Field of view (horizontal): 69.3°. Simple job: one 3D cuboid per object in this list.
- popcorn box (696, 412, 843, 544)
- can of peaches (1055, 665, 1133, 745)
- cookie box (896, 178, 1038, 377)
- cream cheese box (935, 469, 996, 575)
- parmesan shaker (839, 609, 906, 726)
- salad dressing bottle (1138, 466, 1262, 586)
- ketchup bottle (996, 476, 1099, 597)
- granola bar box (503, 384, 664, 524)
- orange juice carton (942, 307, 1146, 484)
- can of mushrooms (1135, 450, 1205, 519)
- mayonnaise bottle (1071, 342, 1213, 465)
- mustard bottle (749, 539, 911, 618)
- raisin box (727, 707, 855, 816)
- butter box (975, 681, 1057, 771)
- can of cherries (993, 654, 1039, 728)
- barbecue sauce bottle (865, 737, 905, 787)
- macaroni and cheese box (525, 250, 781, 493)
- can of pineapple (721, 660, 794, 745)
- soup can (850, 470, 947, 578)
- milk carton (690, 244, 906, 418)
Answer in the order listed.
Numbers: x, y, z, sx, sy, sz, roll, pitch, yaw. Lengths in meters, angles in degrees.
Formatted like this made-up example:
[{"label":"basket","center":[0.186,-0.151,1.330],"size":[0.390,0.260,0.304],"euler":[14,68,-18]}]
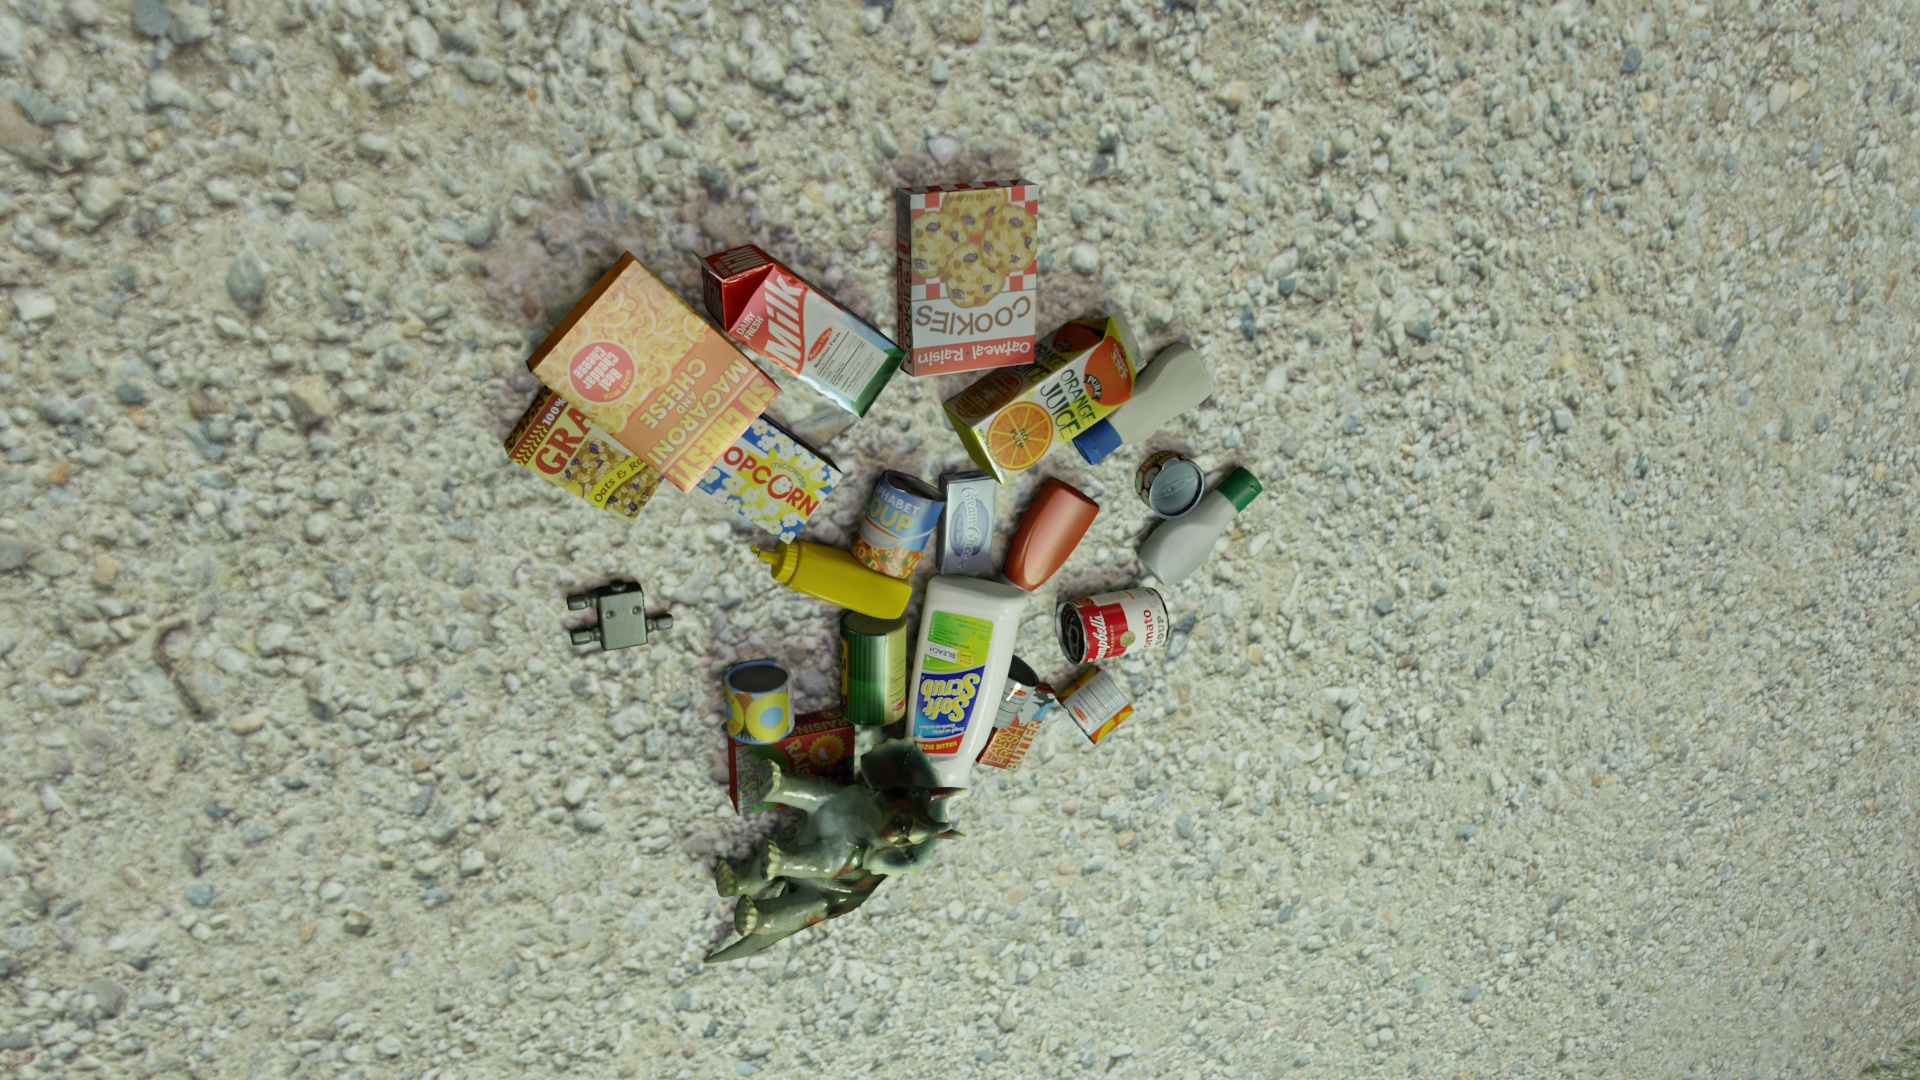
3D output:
[{"label":"popcorn box","center":[-0.181,-0.065,1.257],"size":[0.126,0.038,0.085],"euler":[35,96,-33]},{"label":"can of peaches","center":[0.146,0.178,1.508],"size":[0.058,0.071,0.071],"euler":[-40,123,-3]},{"label":"cookie box","center":[0.006,-0.238,1.260],"size":[0.123,0.040,0.166],"euler":[-10,116,-20]},{"label":"cream cheese box","center":[0.005,-0.017,1.373],"size":[0.053,0.024,0.103],"euler":[-7,116,-22]},{"label":"parmesan shaker","center":[-0.086,0.122,1.376],"size":[0.071,0.071,0.102],"euler":[-8,116,-21]},{"label":"salad dressing bottle","center":[0.257,-0.016,1.478],"size":[0.148,0.044,0.064],"euler":[-43,122,-2]},{"label":"ketchup bottle","center":[0.078,0.012,1.409],"size":[0.064,0.044,0.148],"euler":[26,101,-31]},{"label":"granola bar box","center":[-0.289,-0.112,1.185],"size":[0.124,0.039,0.165],"euler":[32,97,-32]},{"label":"orange juice carton","center":[0.088,-0.143,1.322],"size":[0.193,0.073,0.071],"euler":[-34,123,-7]},{"label":"can of mushrooms","center":[0.218,-0.060,1.444],"size":[0.071,0.033,0.070],"euler":[-10,118,-19]},{"label":"mayonnaise bottle","center":[0.180,-0.133,1.389],"size":[0.148,0.041,0.064],"euler":[-36,122,-4]},{"label":"mustard bottle","center":[-0.127,0.031,1.316],"size":[0.160,0.065,0.048],"euler":[18,101,-24]},{"label":"raisin box","center":[-0.170,0.223,1.400],"size":[0.124,0.040,0.085],"euler":[-8,116,-20]},{"label":"butter box","center":[0.058,0.198,1.500],"size":[0.053,0.024,0.103],"euler":[19,105,-31]},{"label":"can of cherries","center":[0.038,0.151,1.444],"size":[0.071,0.072,0.058],"euler":[22,110,-31]},{"label":"barbecue sauce bottle","center":[-0.051,0.241,1.459],"size":[0.148,0.044,0.064],"euler":[-39,114,-2]},{"label":"macaroni and cheese box","center":[-0.250,-0.136,1.143],"size":[0.123,0.040,0.166],"euler":[-47,123,2]},{"label":"can of pineapple","center":[-0.196,0.156,1.340],"size":[0.071,0.071,0.057],"euler":[-9,117,-20]},{"label":"soup can","center":[-0.061,-0.016,1.317],"size":[0.071,0.071,0.083],"euler":[16,106,-30]},{"label":"milk carton","center":[-0.147,-0.189,1.194],"size":[0.190,0.072,0.073],"euler":[31,99,-34]}]
